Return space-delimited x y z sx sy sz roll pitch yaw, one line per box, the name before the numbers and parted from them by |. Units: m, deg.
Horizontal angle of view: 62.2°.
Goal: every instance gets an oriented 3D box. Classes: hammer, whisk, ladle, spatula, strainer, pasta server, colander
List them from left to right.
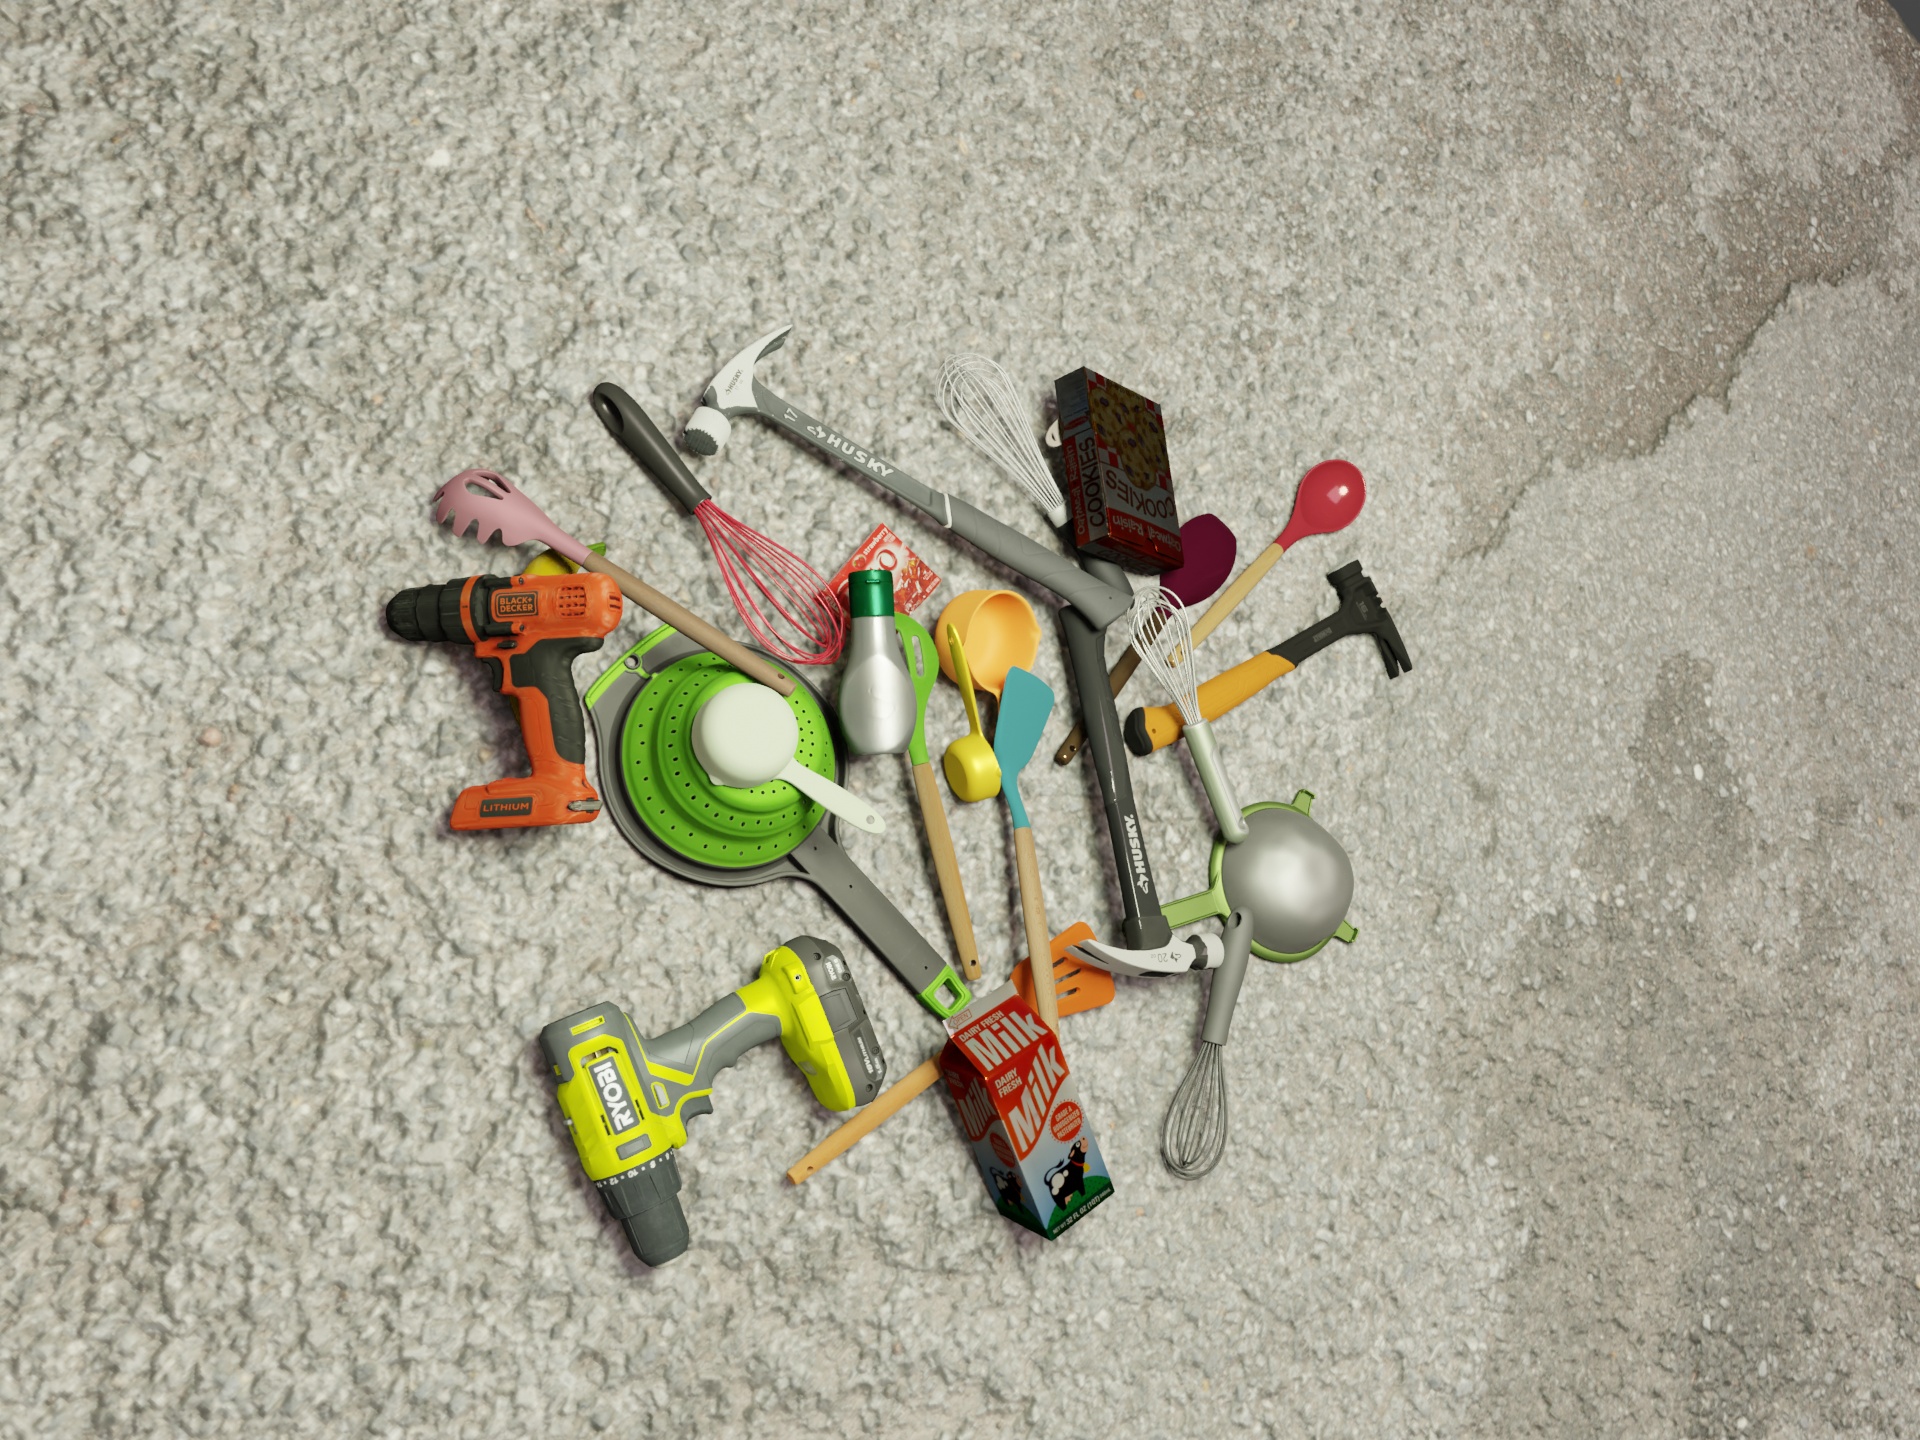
pasta server | -0.261 -0.103 1.209 0.316 0.040 0.060 33 49 2
whisk | -0.199 -0.160 1.295 0.073 0.073 0.296 -41 91 -28
colander | -0.117 0.084 1.248 0.397 0.094 0.204 48 62 -7
hammer | -0.029 -0.194 1.369 0.408 0.036 0.149 29 57 -10
spatula | -0.006 0.273 1.277 0.322 0.041 0.081 -32 109 -31
spatula | 0.064 0.112 1.325 0.082 0.044 0.318 29 48 -55
whisk | 0.073 -0.214 1.446 0.070 0.070 0.284 -43 102 -28
hammer | 0.130 0.057 1.375 0.146 0.035 0.335 1 70 -33
whisk | 0.207 -0.004 1.421 0.058 0.059 0.246 -29 99 -55
whisk | 0.220 0.276 1.370 0.055 0.055 0.239 18 80 -21
strainer | 0.263 0.153 1.429 0.256 0.069 0.151 -13 83 -30
ladle | 0.296 -0.151 1.551 0.069 0.031 0.315 49 64 -7
hammer | 0.291 -0.041 1.515 0.337 0.034 0.127 -27 88 -29

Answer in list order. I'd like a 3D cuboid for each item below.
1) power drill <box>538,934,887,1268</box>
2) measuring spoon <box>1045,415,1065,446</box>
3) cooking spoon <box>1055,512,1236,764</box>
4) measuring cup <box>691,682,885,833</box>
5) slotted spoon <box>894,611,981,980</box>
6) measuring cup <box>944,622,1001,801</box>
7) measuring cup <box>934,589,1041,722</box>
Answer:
power drill | -0.177 0.275 1.181 0.228 0.080 0.190 -21 86 -26
measuring spoon | 0.101 -0.278 1.474 0.034 0.018 0.124 60 39 -15
cooking spoon | 0.173 -0.078 1.476 0.068 0.017 0.319 42 63 -11
measuring cup | -0.120 0.034 1.181 0.167 0.038 0.083 34 64 -11
slotted spoon | -0.024 0.061 1.315 0.070 0.031 0.314 -13 87 -18
measuring cup | -0.002 -0.004 1.327 0.029 0.062 0.156 -21 110 -24
measuring cup | 0.021 -0.029 1.377 0.095 0.052 0.173 -16 109 -42
